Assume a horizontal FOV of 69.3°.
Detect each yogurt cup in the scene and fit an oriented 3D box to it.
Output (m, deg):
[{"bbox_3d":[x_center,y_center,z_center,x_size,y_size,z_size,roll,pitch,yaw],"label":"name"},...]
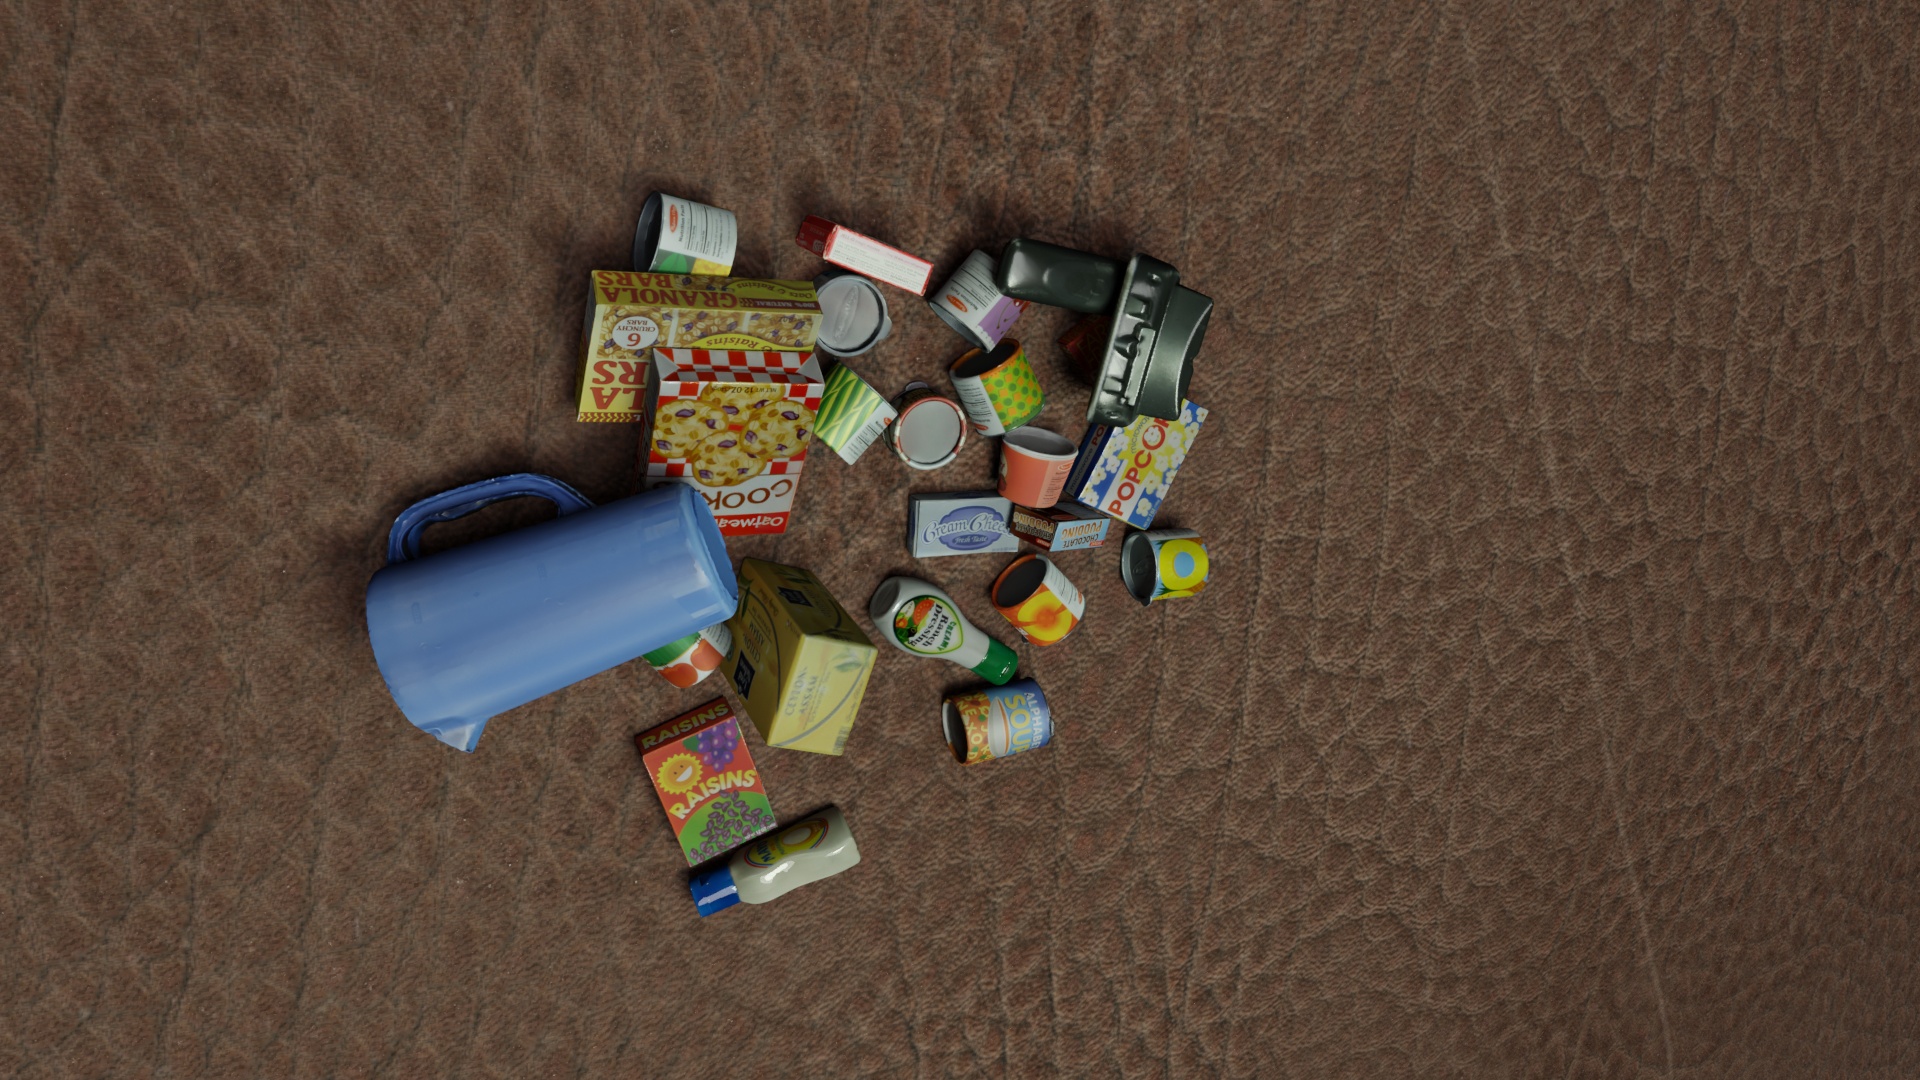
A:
[{"bbox_3d":[0.064,-0.064,1.213,0.072,0.072,0.053,2,116,-25],"label":"yogurt cup"}]

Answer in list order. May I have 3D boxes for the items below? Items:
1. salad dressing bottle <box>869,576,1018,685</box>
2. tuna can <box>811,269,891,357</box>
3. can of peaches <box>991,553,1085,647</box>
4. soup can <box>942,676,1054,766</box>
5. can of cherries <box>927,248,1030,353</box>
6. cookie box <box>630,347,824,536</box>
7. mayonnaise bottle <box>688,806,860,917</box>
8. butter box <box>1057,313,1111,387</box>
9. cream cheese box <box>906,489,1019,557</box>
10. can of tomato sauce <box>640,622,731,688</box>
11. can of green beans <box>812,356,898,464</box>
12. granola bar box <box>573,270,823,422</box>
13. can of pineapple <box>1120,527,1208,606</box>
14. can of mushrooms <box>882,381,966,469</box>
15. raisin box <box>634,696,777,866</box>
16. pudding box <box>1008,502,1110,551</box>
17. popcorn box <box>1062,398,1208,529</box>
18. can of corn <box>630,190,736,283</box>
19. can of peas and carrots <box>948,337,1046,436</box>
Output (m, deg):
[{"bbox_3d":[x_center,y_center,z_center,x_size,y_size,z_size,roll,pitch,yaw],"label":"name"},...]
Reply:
[{"bbox_3d":[-0.012,0.083,1.243,0.147,0.044,0.064,32,93,-30],"label":"salad dressing bottle"},{"bbox_3d":[-0.092,-0.182,1.115,0.071,0.033,0.070,-9,112,-21],"label":"tuna can"},{"bbox_3d":[0.068,0.055,1.257,0.071,0.071,0.058,-46,121,-3],"label":"can of peaches"},{"bbox_3d":[0.034,0.168,1.280,0.084,0.071,0.071,-12,113,-20],"label":"soup can"},{"bbox_3d":[0.017,-0.197,1.142,0.071,0.071,0.058,40,89,-31],"label":"can of cherries"},{"bbox_3d":[-0.183,-0.071,1.069,0.123,0.040,0.166,-2,138,-23],"label":"cookie box"},{"bbox_3d":[-0.167,0.291,1.241,0.148,0.065,0.041,-21,117,-12],"label":"mayonnaise bottle"},{"bbox_3d":[0.140,-0.186,1.224,0.103,0.024,0.053,-40,121,-6],"label":"butter box"},{"bbox_3d":[0.004,-0.015,1.225,0.104,0.024,0.053,-3,110,-23],"label":"cream cheese box"},{"bbox_3d":[-0.238,0.071,1.124,0.071,0.071,0.083,-43,121,-4],"label":"can of tomato sauce"},{"bbox_3d":[-0.094,-0.103,1.124,0.058,0.071,0.071,-48,120,-1],"label":"can of green beans"},{"bbox_3d":[-0.199,-0.142,1.045,0.166,0.039,0.123,-2,143,-24],"label":"granola bar box"},{"bbox_3d":[0.191,0.024,1.300,0.058,0.071,0.070,-4,111,-23],"label":"can of pineapple"},{"bbox_3d":[-0.031,-0.097,1.174,0.071,0.033,0.070,-8,112,-21],"label":"can of mushrooms"},{"bbox_3d":[-0.218,0.208,1.199,0.086,0.040,0.123,-23,118,-14],"label":"raisin box"},{"bbox_3d":[0.088,-0.013,1.234,0.084,0.050,0.030,-4,113,-50],"label":"pudding box"},{"bbox_3d":[0.158,-0.083,1.262,0.085,0.038,0.126,22,98,-29],"label":"popcorn box"},{"bbox_3d":[-0.206,-0.219,1.031,0.058,0.071,0.071,8,105,-30],"label":"can of corn"},{"bbox_3d":[0.033,-0.131,1.172,0.071,0.071,0.058,-33,119,-10],"label":"can of peas and carrots"}]
